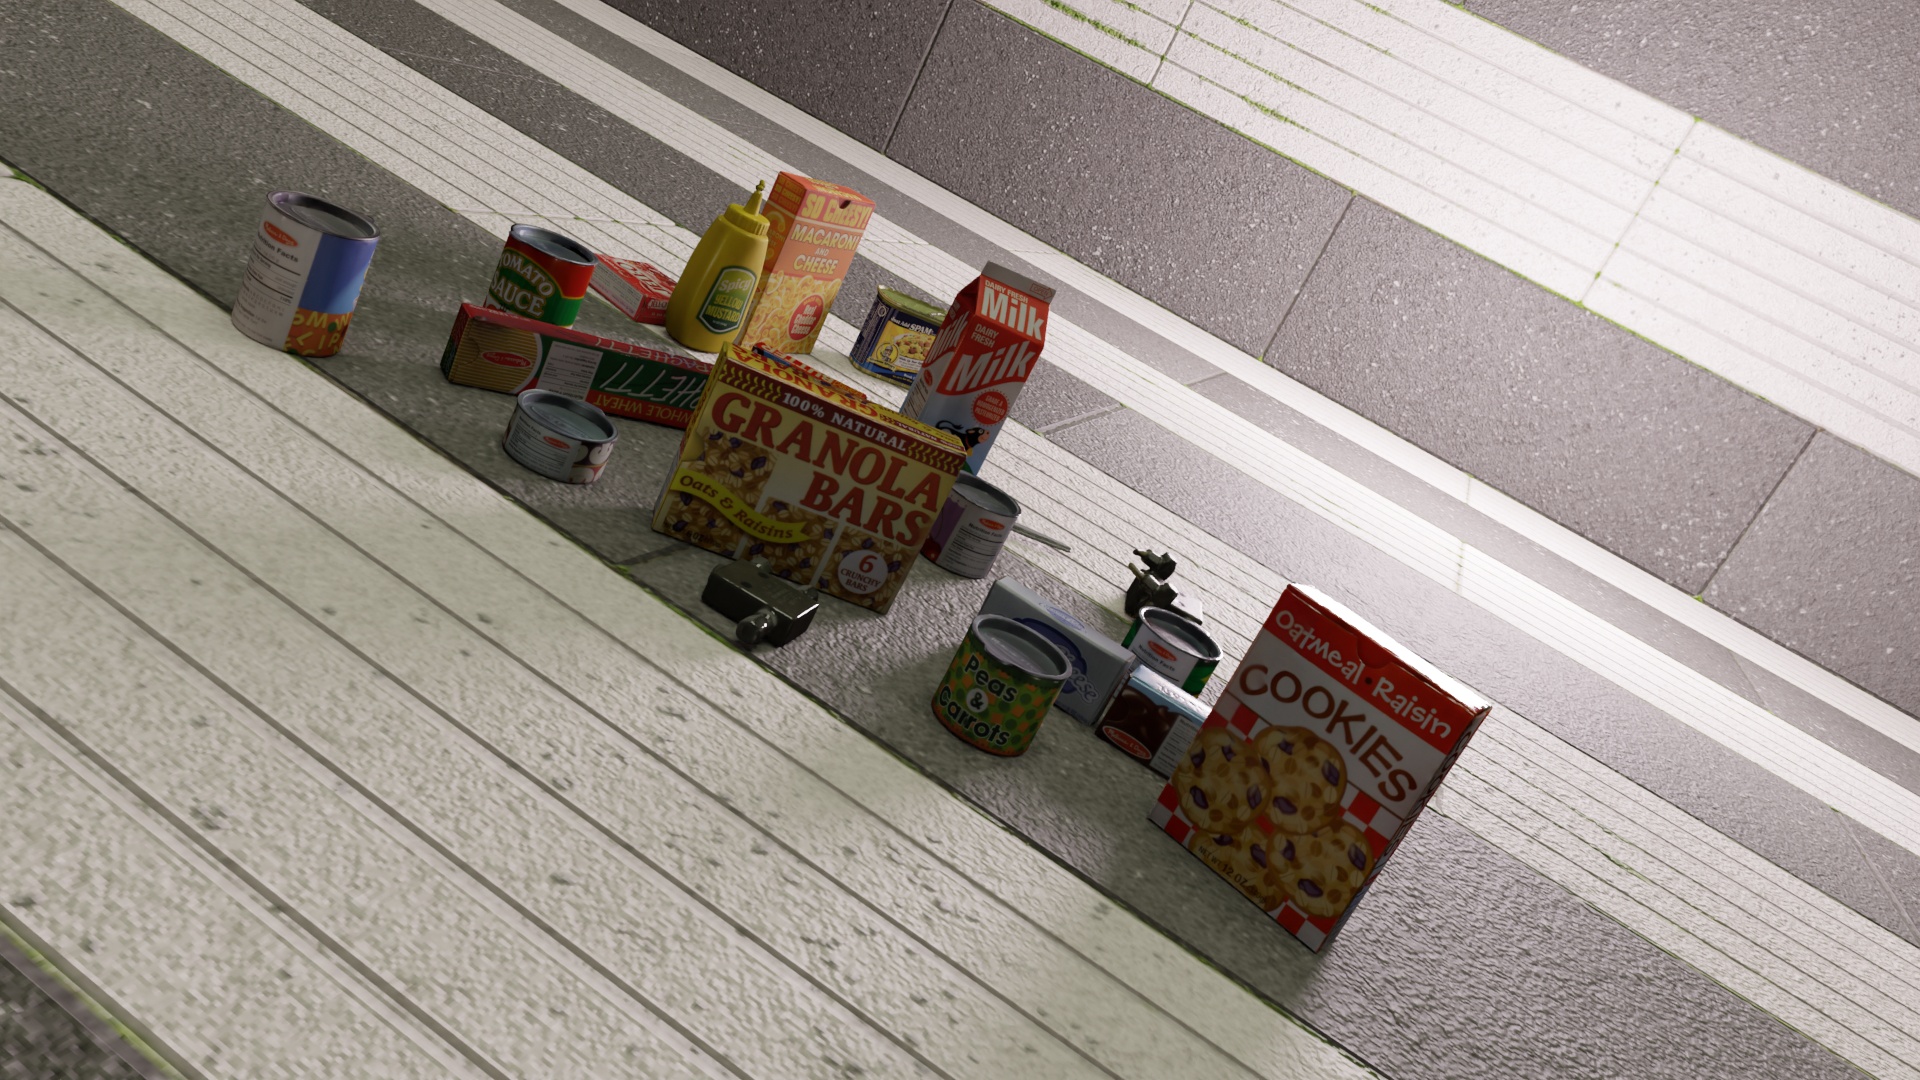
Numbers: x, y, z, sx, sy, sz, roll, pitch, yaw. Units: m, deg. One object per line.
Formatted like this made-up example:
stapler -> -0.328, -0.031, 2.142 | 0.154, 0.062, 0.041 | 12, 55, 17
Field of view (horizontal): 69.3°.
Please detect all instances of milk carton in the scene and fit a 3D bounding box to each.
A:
milk carton -> 0.012, -0.148, 1.223 | 0.072, 0.190, 0.074 | 20, 19, -21

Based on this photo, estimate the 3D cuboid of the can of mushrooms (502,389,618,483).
can of mushrooms -> -0.256, -0.067, 0.892 | 0.071, 0.033, 0.071 | 24, 19, -9

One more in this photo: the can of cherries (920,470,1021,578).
can of cherries -> 0.004, -0.013, 1.061 | 0.071, 0.058, 0.072 | 24, 19, -9

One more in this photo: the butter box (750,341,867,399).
butter box -> -0.135, -0.120, 1.163 | 0.103, 0.053, 0.024 | 27, 18, -2

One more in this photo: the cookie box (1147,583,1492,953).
cookie box -> 0.199, 0.126, 0.786 | 0.123, 0.167, 0.040 | 37, 20, 27

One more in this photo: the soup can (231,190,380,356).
soup can -> -0.408, -0.167, 0.871 | 0.071, 0.083, 0.071 | 24, 19, -9

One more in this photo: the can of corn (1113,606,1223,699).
can of corn -> 0.143, 0.088, 0.981 | 0.071, 0.058, 0.071 | 24, 19, -9

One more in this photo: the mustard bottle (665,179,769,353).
mustard bottle -> -0.207, -0.245, 1.231 | 0.065, 0.159, 0.049 | 6, 28, -48

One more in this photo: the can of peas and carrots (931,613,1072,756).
can of peas and carrots -> 0.023, 0.086, 0.823 | 0.071, 0.058, 0.071 | 24, 19, -9

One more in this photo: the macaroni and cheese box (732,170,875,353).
macaroni and cheese box -> -0.157, -0.261, 1.330 | 0.040, 0.166, 0.124 | 34, 20, 20

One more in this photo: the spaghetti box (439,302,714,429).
spaghetti box -> -0.247, -0.117, 1.010 | 0.250, 0.050, 0.029 | 10, 25, -42

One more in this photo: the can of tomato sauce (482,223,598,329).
can of tomato sauce -> -0.319, -0.185, 1.042 | 0.071, 0.082, 0.071 | 24, 19, -9

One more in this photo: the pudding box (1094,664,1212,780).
pudding box -> 0.136, 0.123, 0.893 | 0.084, 0.049, 0.030 | 31, 19, 11

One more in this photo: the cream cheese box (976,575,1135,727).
cream cheese box -> 0.057, 0.072, 0.915 | 0.104, 0.053, 0.024 | 32, 19, 14

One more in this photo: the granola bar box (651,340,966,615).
granola bar box -> -0.096, -0.037, 0.886 | 0.165, 0.123, 0.039 | 21, 19, -17
